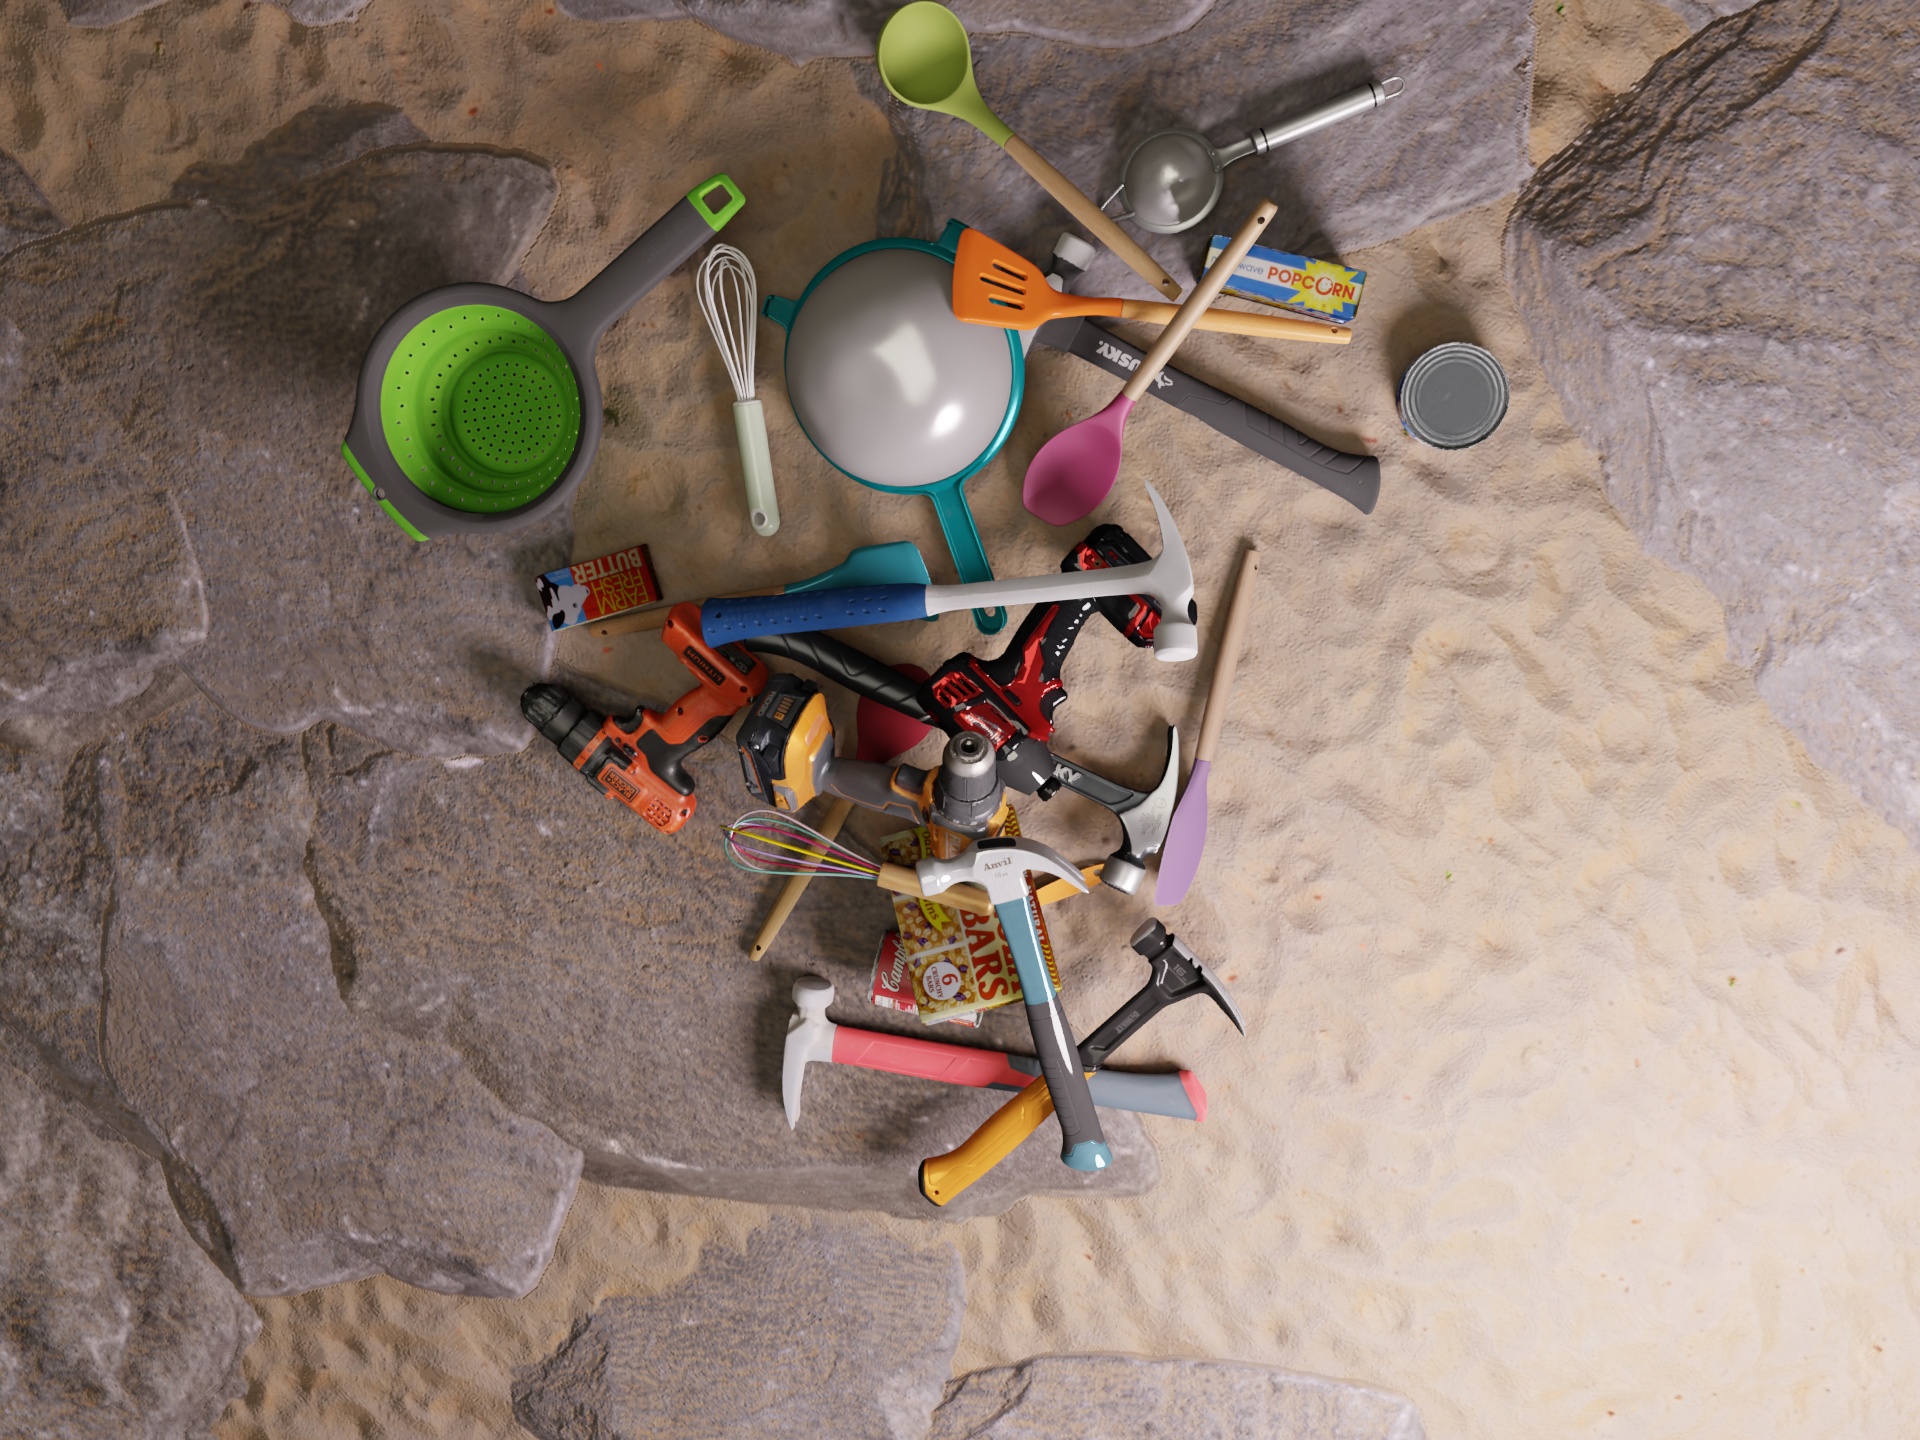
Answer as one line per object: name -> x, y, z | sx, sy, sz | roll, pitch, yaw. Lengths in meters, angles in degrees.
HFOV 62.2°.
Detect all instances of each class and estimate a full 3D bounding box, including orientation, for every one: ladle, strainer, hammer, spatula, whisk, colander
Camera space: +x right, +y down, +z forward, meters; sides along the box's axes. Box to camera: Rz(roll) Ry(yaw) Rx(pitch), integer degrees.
ladle -> 0.057, -0.446, 1.257 | 0.320, 0.062, 0.078 | 45, 92, 7
strainer -> -0.039, -0.221, 1.300 | 0.211, 0.095, 0.340 | -16, 102, 22
hammer -> -0.016, -0.104, 1.286 | 0.405, 0.035, 0.144 | -5, 77, 14
spatula -> -0.178, -0.102, 1.386 | 0.317, 0.044, 0.082 | -10, 127, 10
spatula -> 0.216, 0.009, 1.366 | 0.018, 0.059, 0.316 | 19, 101, 42
whisk -> -0.090, 0.126, 1.355 | 0.245, 0.051, 0.047 | 15, 146, 5
hammer -> 0.093, 0.324, 1.404 | 0.127, 0.034, 0.337 | 45, 105, -4
strainer -> 0.230, -0.461, 1.270 | 0.258, 0.050, 0.087 | -21, 84, 7
whisk -> -0.183, -0.278, 1.352 | 0.058, 0.059, 0.246 | 0, 107, 26
ladle -> -0.114, 0.088, 1.426 | 0.069, 0.031, 0.315 | 31, 105, 2
hammer -> -0.002, -0.004, 1.364 | 0.409, 0.036, 0.149 | 26, 87, -1
hammer -> 0.030, 0.334, 1.451 | 0.386, 0.038, 0.143 | 9, 103, 5
colander -> -0.332, -0.313, 1.339 | 0.397, 0.094, 0.204 | -39, 95, 8
hammer -> 0.068, 0.242, 1.324 | 0.128, 0.033, 0.330 | -16, 113, 3
spatula -> 0.154, -0.330, 1.267 | 0.322, 0.041, 0.081 | 7, 76, -1
hammer -> 0.197, -0.259, 1.315 | 0.335, 0.035, 0.146 | 28, 102, 0

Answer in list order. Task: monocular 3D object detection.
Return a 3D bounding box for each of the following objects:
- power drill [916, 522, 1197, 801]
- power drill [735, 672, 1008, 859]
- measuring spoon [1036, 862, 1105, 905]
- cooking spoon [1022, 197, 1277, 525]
power drill -> 0.086, -0.045, 1.318 | 0.219, 0.078, 0.143 | -44, 87, -2
power drill -> -0.067, 0.039, 1.305 | 0.226, 0.185, 0.084 | 21, 61, 11
measuring spoon -> 0.083, 0.151, 1.424 | 0.117, 0.011, 0.021 | -23, 116, 8
cooking spoon -> 0.149, -0.279, 1.266 | 0.068, 0.017, 0.318 | 31, 124, -11
